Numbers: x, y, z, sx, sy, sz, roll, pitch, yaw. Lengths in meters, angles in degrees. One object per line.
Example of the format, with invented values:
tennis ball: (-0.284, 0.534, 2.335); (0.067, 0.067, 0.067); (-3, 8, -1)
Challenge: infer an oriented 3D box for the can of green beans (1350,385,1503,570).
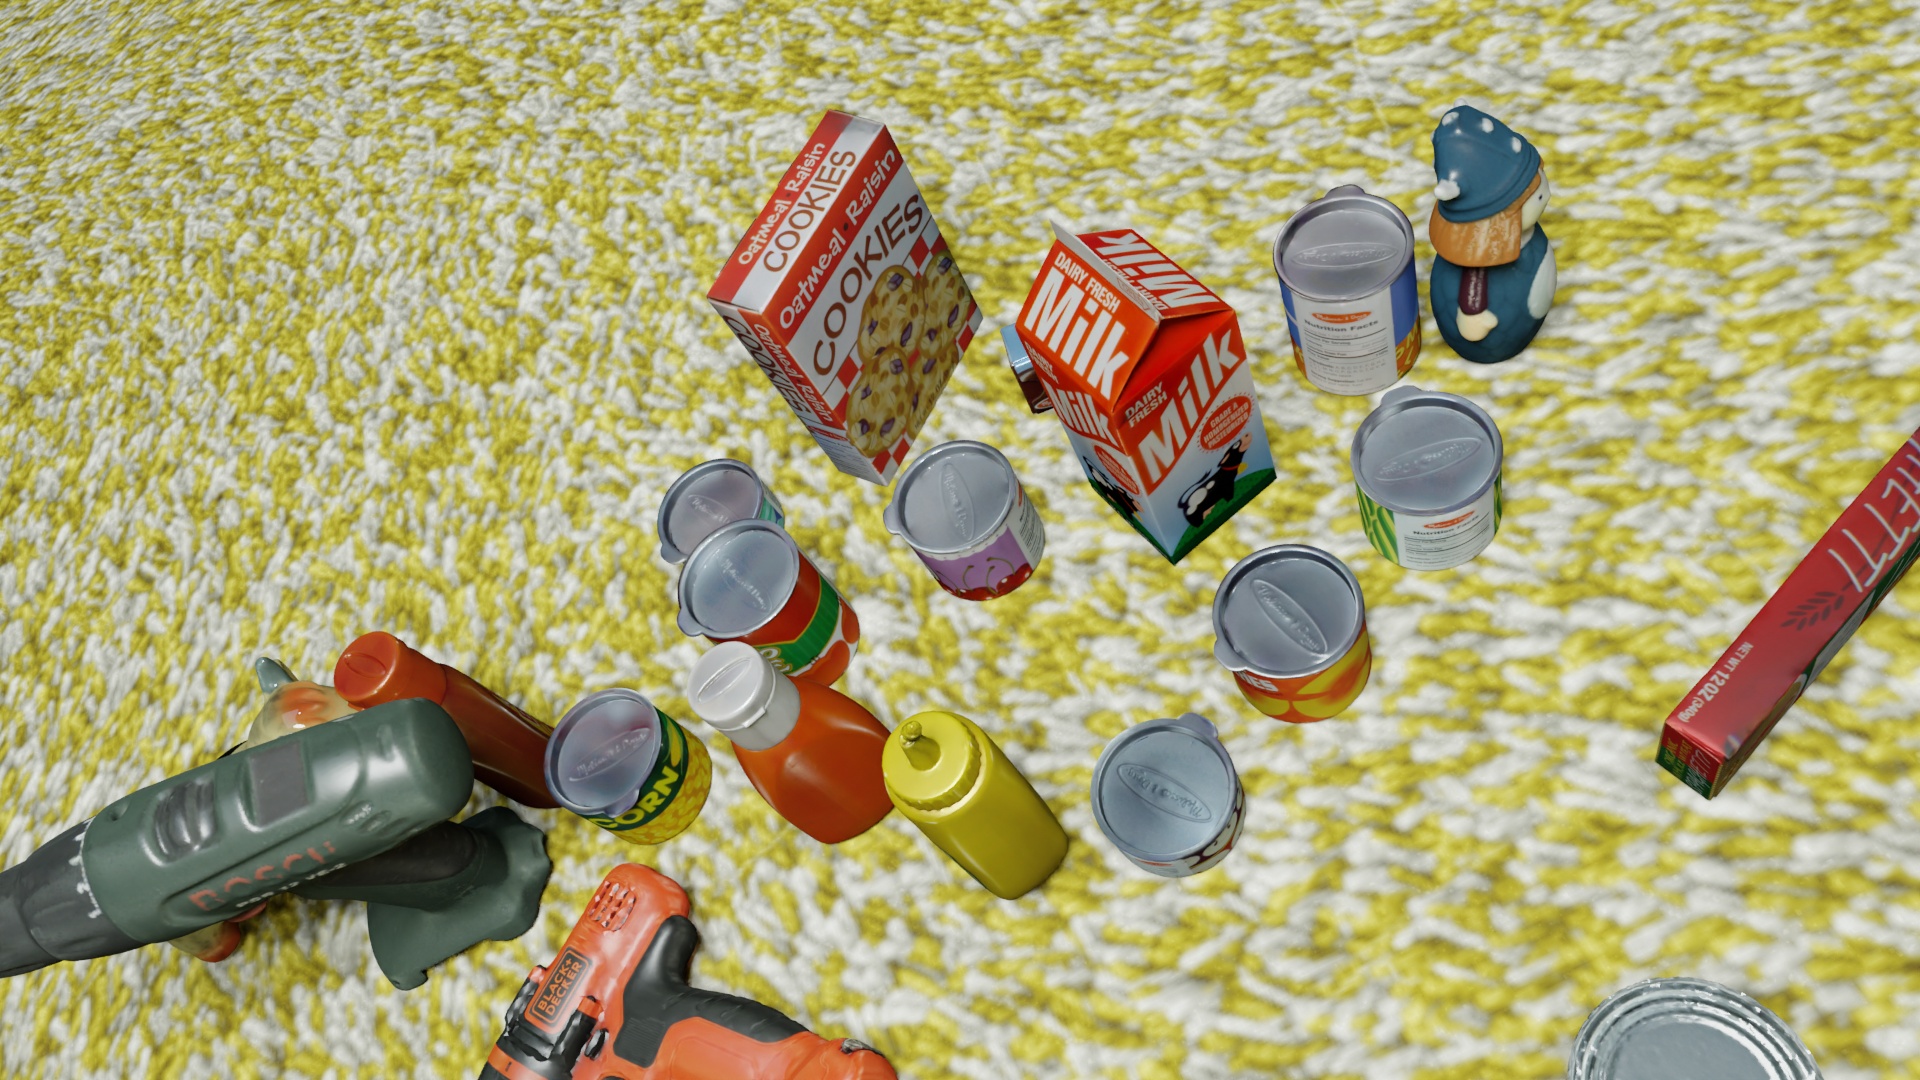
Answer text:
can of green beans: (0.219, -0.027, 0.652); (0.071, 0.057, 0.071); (-9, 59, 16)

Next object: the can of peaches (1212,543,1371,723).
can of peaches: (0.151, 0.045, 0.636); (0.071, 0.058, 0.071); (-9, 59, 16)

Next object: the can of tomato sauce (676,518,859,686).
can of tomato sauce: (-0.098, 0.038, 0.719); (0.071, 0.083, 0.071); (-9, 59, 16)

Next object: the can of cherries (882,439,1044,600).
can of cherries: (0.003, -0.009, 0.723); (0.071, 0.058, 0.072); (-9, 59, 16)

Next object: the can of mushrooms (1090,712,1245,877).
can of mushrooms: (0.096, 0.115, 0.632); (0.071, 0.033, 0.071); (-9, 59, 16)

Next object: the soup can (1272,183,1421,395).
soup can: (0.197, -0.124, 0.700); (0.071, 0.083, 0.071); (-9, 59, 16)

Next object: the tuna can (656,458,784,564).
tuna can: (-0.137, -0.009, 0.791); (0.071, 0.032, 0.071); (-9, 59, 16)

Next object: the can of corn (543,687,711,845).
can of corn: (-0.169, 0.119, 0.715); (0.071, 0.058, 0.071); (-9, 59, 16)

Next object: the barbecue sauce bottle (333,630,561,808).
barbecue sauce bottle: (-0.255, 0.093, 0.708); (0.065, 0.148, 0.044); (17, 69, 28)

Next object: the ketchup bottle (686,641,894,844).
ketchup bottle: (-0.074, 0.093, 0.640); (0.065, 0.148, 0.044); (-40, 56, -4)

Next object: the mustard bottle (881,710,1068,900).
mustard bottle: (0.000, 0.107, 0.596); (0.049, 0.159, 0.065); (-42, 56, -5)

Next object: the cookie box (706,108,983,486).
cookie box: (-0.056, -0.125, 0.745); (0.040, 0.167, 0.123); (19, 70, 29)

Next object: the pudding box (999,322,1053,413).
pudding box: (0.068, -0.107, 0.759); (0.083, 0.049, 0.030); (-22, 57, 8)

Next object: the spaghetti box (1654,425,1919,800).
spaghetti box: (0.380, 0.003, 0.578); (0.250, 0.050, 0.029); (-46, 57, -8)

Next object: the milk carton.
milk carton: (0.087, -0.073, 0.648); (0.073, 0.190, 0.072); (-40, 56, -4)
